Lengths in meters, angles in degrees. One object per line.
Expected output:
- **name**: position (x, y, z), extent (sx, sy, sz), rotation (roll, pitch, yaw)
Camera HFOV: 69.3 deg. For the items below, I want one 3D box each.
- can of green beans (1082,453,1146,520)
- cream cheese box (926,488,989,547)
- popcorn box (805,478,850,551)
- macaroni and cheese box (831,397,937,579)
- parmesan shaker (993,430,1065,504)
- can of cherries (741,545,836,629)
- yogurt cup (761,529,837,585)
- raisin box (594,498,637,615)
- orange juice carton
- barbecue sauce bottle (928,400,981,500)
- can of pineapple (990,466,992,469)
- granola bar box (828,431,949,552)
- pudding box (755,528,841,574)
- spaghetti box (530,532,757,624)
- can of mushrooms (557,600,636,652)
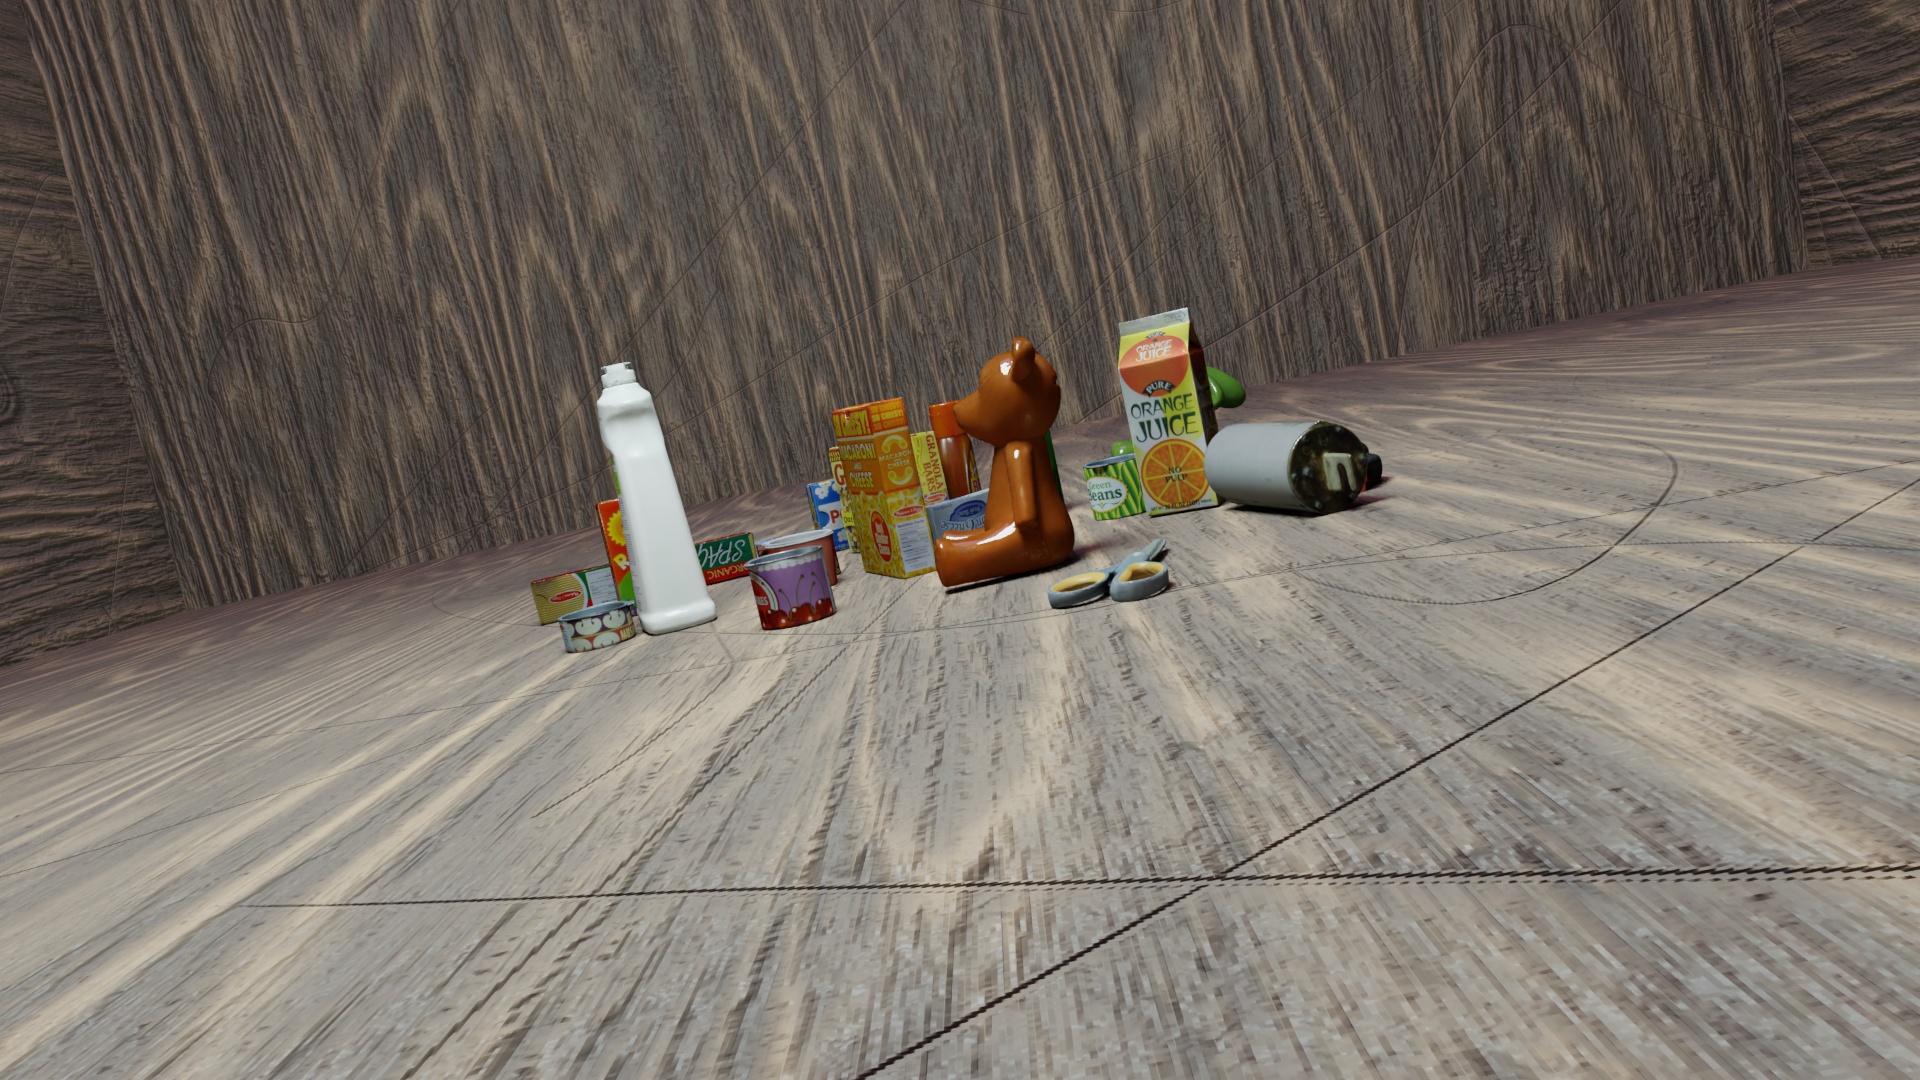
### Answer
- **can of green beans**: position (0.164, -0.055, 1.428), extent (0.071, 0.057, 0.071), rotation (-12, 6, 1)
- **cream cheese box**: position (0.005, -0.018, 1.413), extent (0.104, 0.053, 0.024), rotation (-18, 9, -42)
- **popcorn box**: position (-0.116, -0.040, 1.675), extent (0.127, 0.085, 0.038), rotation (-14, 7, -20)
- **macaroni and cheese box**: position (-0.075, -0.050, 1.343), extent (0.040, 0.166, 0.123), rotation (-14, 7, -21)
- **parmesan shaker**: position (0.074, -0.074, 1.551), extent (0.071, 0.103, 0.071), rotation (-12, 6, 1)
- **can of cherries**: position (-0.145, 0.040, 1.176), extent (0.071, 0.058, 0.071), rotation (-12, 6, 1)
- **yogurt cup**: position (-0.153, 0.022, 1.363), extent (0.072, 0.054, 0.072), rotation (-12, 6, 1)
- **raisin box**: position (-0.328, 0.011, 1.466), extent (0.086, 0.123, 0.040), rotation (-14, 6, -17)
- **orange juice carton**: position (0.207, -0.126, 1.360), extent (0.072, 0.192, 0.073), rotation (-10, 7, 22)
- **barbecue sauce bottle**: position (-0.003, -0.079, 1.528), extent (0.043, 0.148, 0.065), rotation (-11, 6, 10)
- **can of pineapple**: position (0.075, -0.068, 1.685), extent (0.071, 0.057, 0.071), rotation (-12, 6, 1)
- **granola bar box**: position (-0.078, -0.051, 1.533), extent (0.039, 0.124, 0.165), rotation (-16, 8, -35)
- **pudding box**: position (-0.168, 0.018, 1.441), extent (0.083, 0.049, 0.030), rotation (-8, 8, 34)
- **spaghetti box**: position (-0.354, 0.041, 1.574), extent (0.251, 0.050, 0.028), rotation (-14, 6, -14)
- **can of mushrooms**: position (-0.335, 0.079, 1.292), extent (0.071, 0.033, 0.071), rotation (-12, 7, 1)
